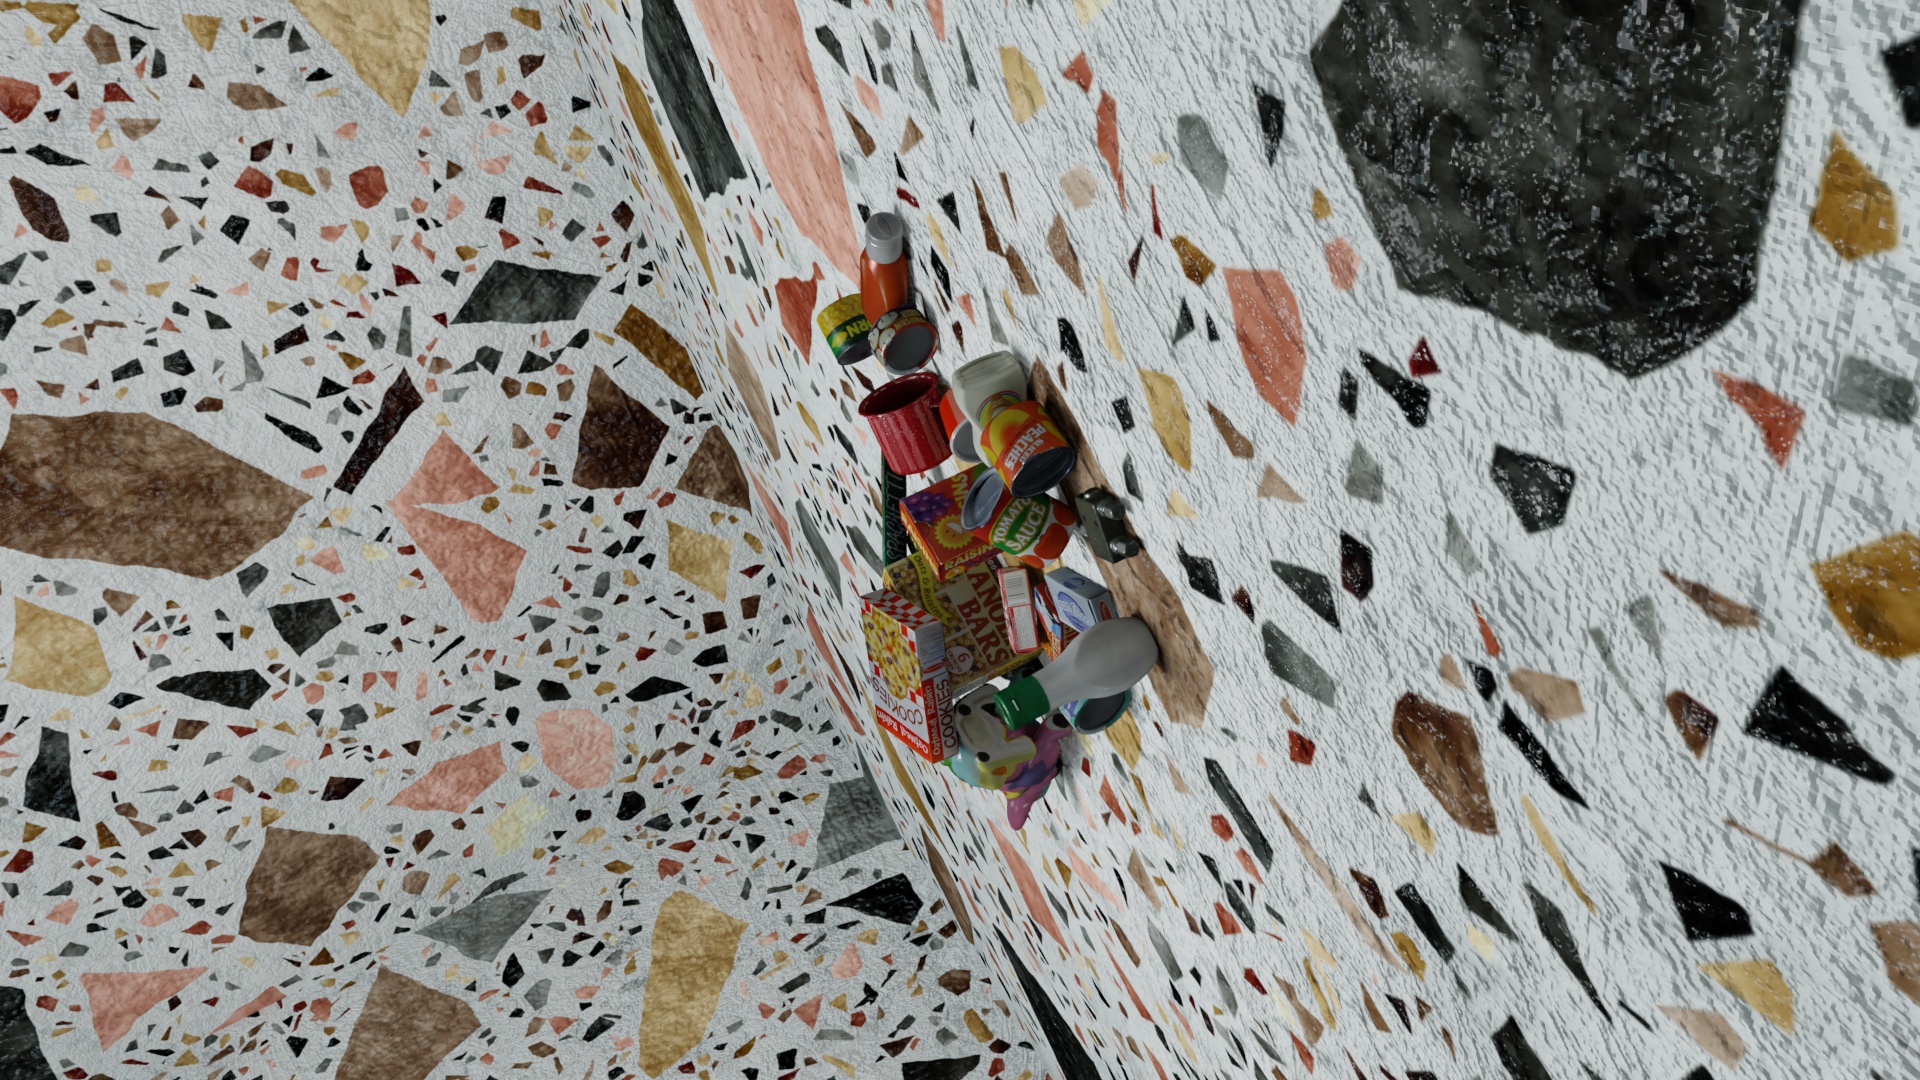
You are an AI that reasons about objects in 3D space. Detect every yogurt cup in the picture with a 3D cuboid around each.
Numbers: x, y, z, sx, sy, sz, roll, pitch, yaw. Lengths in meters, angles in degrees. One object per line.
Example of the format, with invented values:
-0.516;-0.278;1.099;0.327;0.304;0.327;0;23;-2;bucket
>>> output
0.014;-0.115;1.317;0.072;0.072;0.054;82;166;-51;yogurt cup

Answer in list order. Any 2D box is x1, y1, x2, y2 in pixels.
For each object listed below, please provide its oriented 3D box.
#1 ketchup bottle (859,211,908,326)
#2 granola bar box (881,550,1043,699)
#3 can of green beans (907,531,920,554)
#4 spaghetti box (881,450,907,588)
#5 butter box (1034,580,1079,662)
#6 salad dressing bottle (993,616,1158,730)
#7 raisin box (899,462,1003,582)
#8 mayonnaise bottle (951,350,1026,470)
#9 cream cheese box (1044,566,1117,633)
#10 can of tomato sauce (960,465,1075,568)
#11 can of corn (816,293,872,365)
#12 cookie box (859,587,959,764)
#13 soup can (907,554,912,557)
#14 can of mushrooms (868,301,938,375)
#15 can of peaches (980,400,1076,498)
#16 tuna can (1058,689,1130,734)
-0.078;-0.275;1.416;0.065;0.043;0.148;58;165;20;ketchup bottle
0.003;0.080;1.575;0.166;0.124;0.039;60;162;17;granola bar box
-0.031;-0.009;1.670;0.071;0.071;0.057;61;166;13;can of green beans
-0.079;-0.055;1.651;0.050;0.029;0.249;-115;24;-74;spaghetti box
0.101;0.090;1.442;0.053;0.024;0.103;55;163;36;butter box
0.101;0.118;1.224;0.064;0.148;0.044;63;166;8;salad dressing bottle
0.014;-0.024;1.351;0.086;0.124;0.040;58;165;27;raisin box
0.038;-0.100;1.262;0.041;0.065;0.147;-121;9;-48;mayonnaise bottle
0.117;0.063;1.329;0.104;0.024;0.053;31;144;66;cream cheese box
0.053;-0.020;1.258;0.083;0.071;0.071;28;-179;-24;can of tomato sauce
-0.124;-0.244;1.598;0.058;0.071;0.071;62;166;9;can of corn
-0.057;0.150;1.547;0.123;0.040;0.166;26;129;53;cookie box
-0.058;0.063;1.889;0.084;0.071;0.071;63;166;5;soup can
-0.057;-0.205;1.419;0.033;0.071;0.070;54;163;38;can of mushrooms
0.058;-0.080;1.204;0.058;0.071;0.071;58;165;27;can of peaches
0.132;0.154;1.357;0.033;0.071;0.070;51;161;41;tuna can
